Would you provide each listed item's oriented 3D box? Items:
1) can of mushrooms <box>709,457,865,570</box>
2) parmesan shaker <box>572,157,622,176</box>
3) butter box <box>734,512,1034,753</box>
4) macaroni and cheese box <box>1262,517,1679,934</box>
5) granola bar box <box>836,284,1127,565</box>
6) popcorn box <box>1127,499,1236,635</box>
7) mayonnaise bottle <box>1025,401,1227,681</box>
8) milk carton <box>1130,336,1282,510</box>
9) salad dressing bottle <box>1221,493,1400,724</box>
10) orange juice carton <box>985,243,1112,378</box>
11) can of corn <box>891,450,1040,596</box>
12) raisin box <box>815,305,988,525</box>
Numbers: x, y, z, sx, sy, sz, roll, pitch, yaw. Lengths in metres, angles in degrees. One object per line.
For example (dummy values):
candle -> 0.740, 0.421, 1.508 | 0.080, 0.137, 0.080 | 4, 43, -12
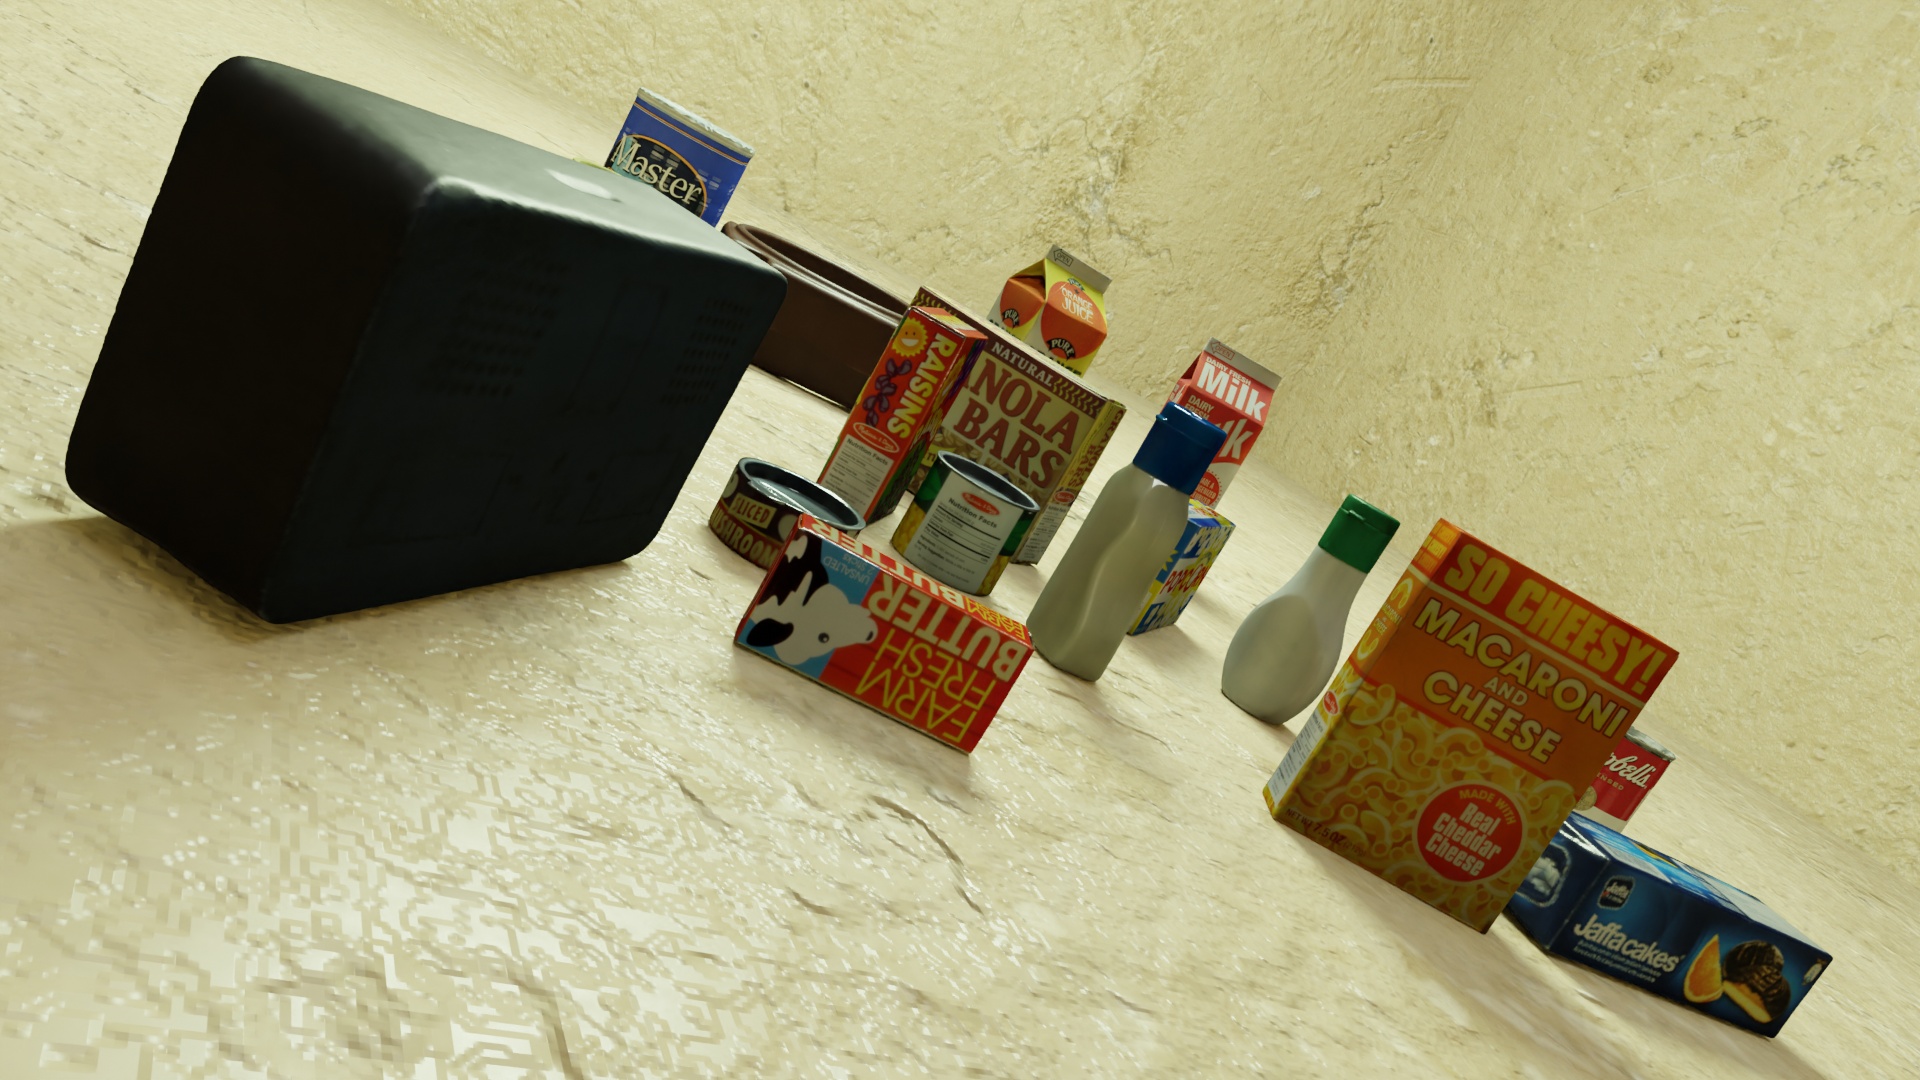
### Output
can of mushrooms -> -0.082, -0.009, 0.644 | 0.071, 0.033, 0.071 | 28, 12, -6
parmesan shaker -> -0.204, -0.149, 0.770 | 0.071, 0.103, 0.071 | 28, 11, -6
butter box -> -0.028, 0.036, 0.534 | 0.103, 0.053, 0.024 | 27, 12, -12
macaroni and cheese box -> 0.246, 0.090, 0.681 | 0.124, 0.166, 0.040 | 29, 11, -3
granola bar box -> 0.011, -0.079, 0.933 | 0.166, 0.124, 0.039 | 35, 12, 25
popcorn box -> 0.138, 0.016, 0.937 | 0.038, 0.085, 0.127 | 33, 12, 18
mayonnaise bottle -> 0.088, -0.001, 0.735 | 0.041, 0.147, 0.065 | 25, 12, -21
milk carton -> 0.190, -0.070, 1.160 | 0.072, 0.190, 0.073 | 29, 11, -3
salad dressing bottle -> 0.219, 0.042, 0.863 | 0.064, 0.147, 0.044 | 38, 14, 35
orange juice carton -> 0.055, -0.150, 1.168 | 0.072, 0.192, 0.073 | 22, 13, -33
can of corn -> 0.003, -0.010, 0.789 | 0.071, 0.058, 0.071 | 28, 12, -6
raisin box -> -0.034, -0.074, 0.810 | 0.040, 0.123, 0.086 | 31, 11, 5
